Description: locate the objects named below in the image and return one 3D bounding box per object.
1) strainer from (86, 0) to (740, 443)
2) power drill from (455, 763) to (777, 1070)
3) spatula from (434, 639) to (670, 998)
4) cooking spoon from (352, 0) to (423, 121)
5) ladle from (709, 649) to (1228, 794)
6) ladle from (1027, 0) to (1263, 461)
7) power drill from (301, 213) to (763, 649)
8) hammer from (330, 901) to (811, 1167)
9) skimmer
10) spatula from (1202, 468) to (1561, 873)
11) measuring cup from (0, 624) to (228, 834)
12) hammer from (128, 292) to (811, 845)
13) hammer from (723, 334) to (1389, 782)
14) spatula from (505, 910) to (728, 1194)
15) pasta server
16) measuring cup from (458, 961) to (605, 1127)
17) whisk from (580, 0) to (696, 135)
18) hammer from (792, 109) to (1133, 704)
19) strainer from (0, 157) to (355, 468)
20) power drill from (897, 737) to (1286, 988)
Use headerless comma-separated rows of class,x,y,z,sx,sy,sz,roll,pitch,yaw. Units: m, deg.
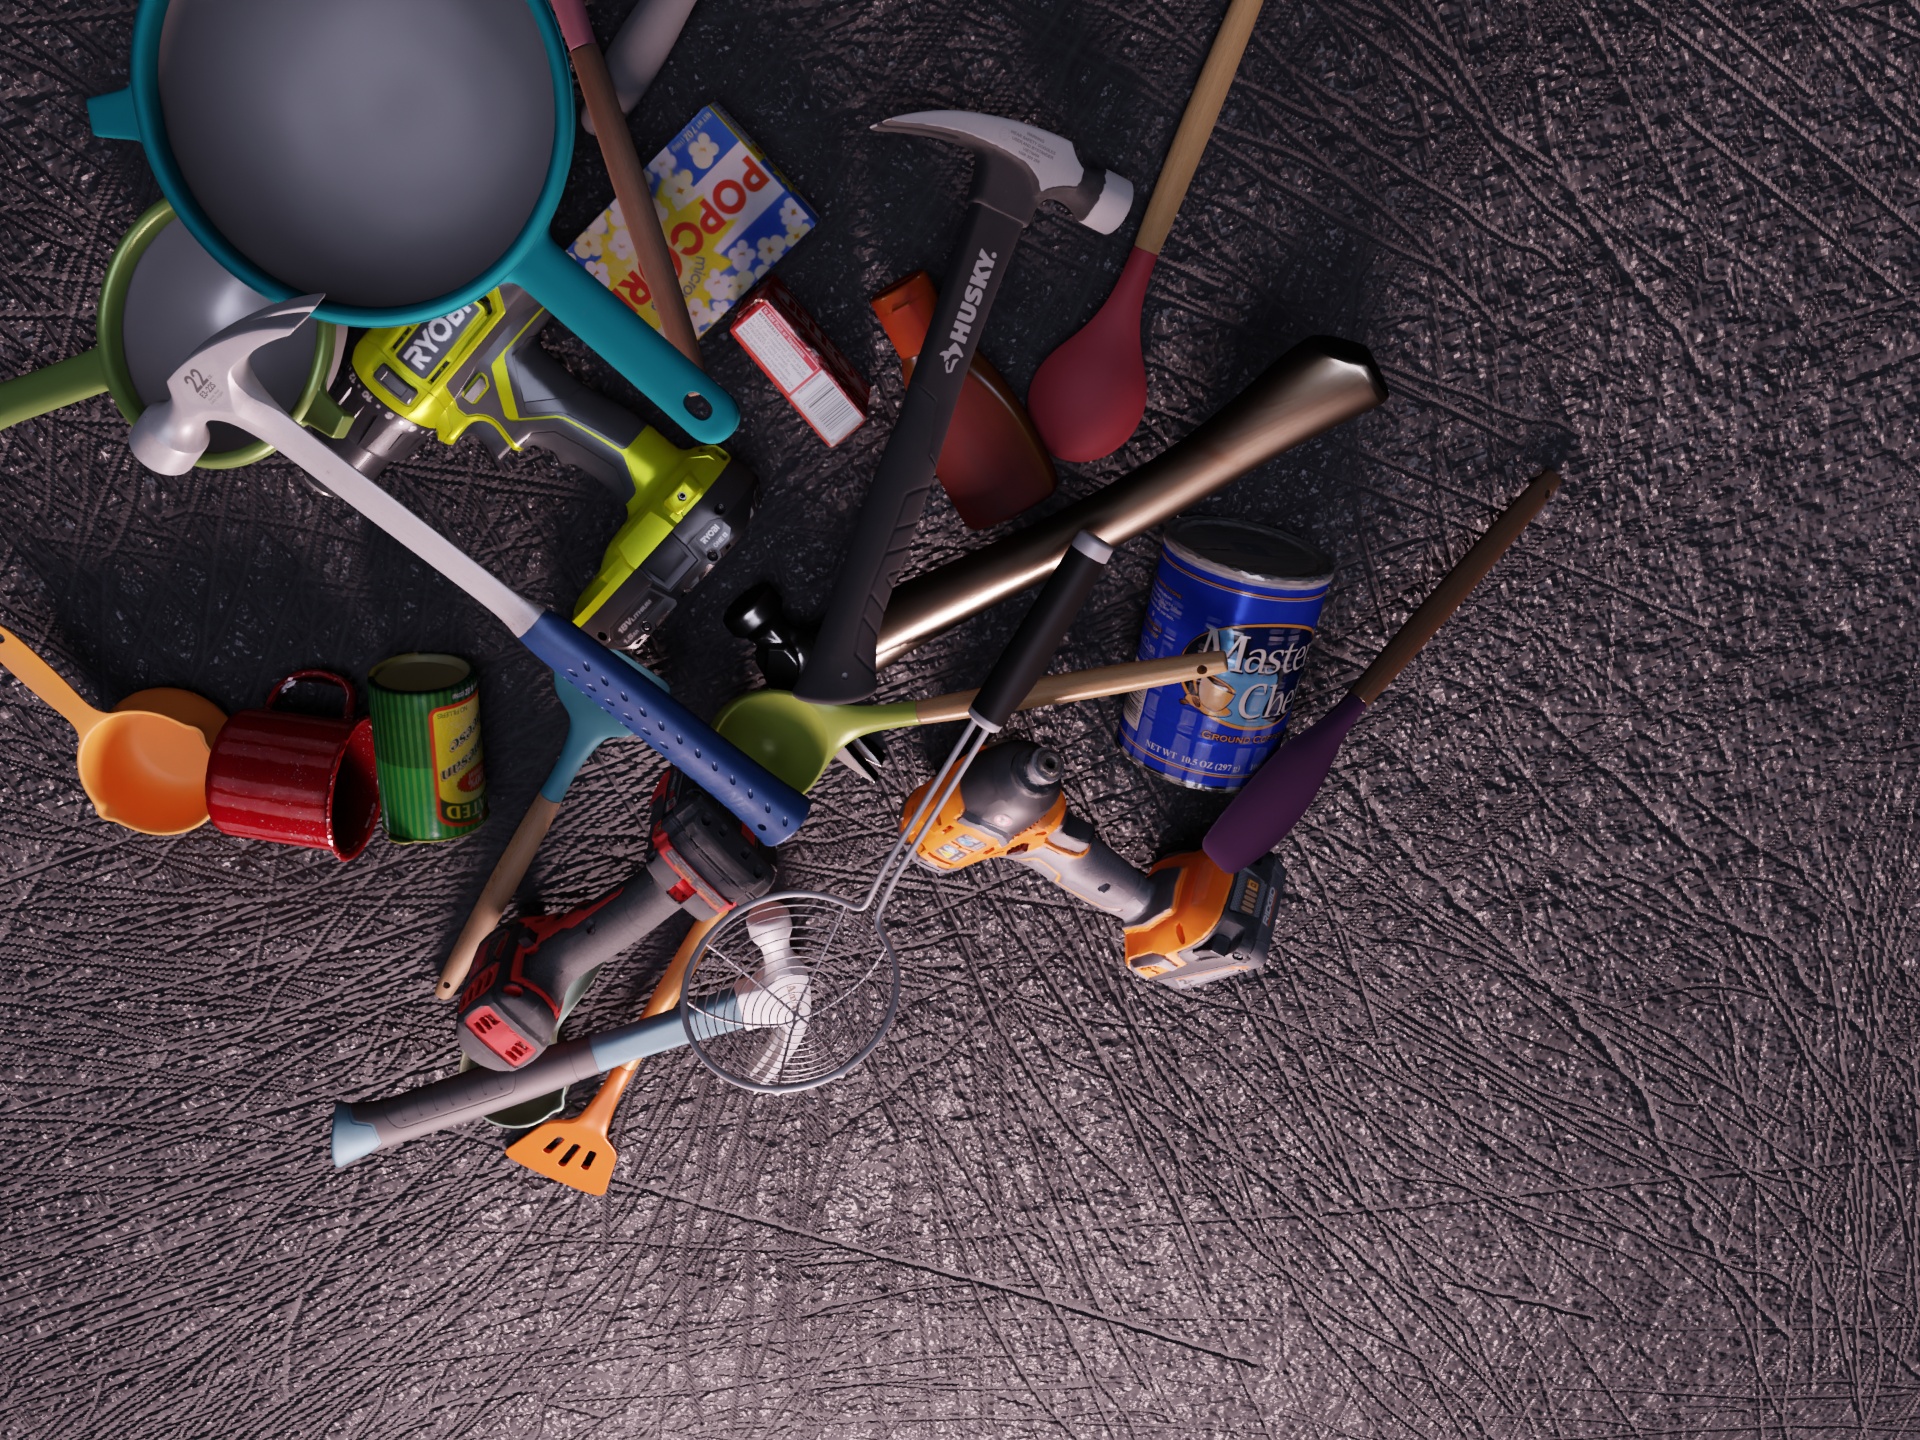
strainer,-0.242,-0.266,0.810,0.340,0.095,0.211,41,102,-12
power drill,-0.224,0.118,1.020,0.219,0.143,0.078,-38,110,8
spatula,-0.285,0.072,1.043,0.082,0.044,0.317,31,112,-4
cooking spoon,-0.282,-0.404,0.808,0.068,0.017,0.318,23,122,-4
ladle,-0.001,-0.003,0.942,0.320,0.062,0.078,-9,118,17
ladle,0.116,-0.289,0.894,0.069,0.031,0.315,18,112,-9
power drill,-0.249,-0.150,0.922,0.228,0.080,0.190,41,107,-15
hammer,-0.260,0.228,1.072,0.331,0.033,0.128,-17,116,-9
skimmer,-0.031,0.048,0.895,0.127,0.090,0.363,39,105,27
spatula,0.260,-0.031,0.969,0.316,0.018,0.059,-49,130,-1
measuring cup,-0.530,-0.007,0.996,0.095,0.052,0.173,-37,109,15
hammer,-0.239,-0.062,0.865,0.405,0.035,0.144,40,128,-23
hammer,0.057,-0.094,0.923,0.410,0.038,0.146,-26,116,27
spatula,-0.225,0.219,1.127,0.081,0.041,0.322,28,107,-12
pasta server,-0.193,-0.323,0.830,0.060,0.040,0.316,-9,105,33
measuring cup,-0.285,0.206,1.116,0.083,0.038,0.167,34,93,-2
whisk,-0.131,-0.404,0.824,0.055,0.055,0.239,34,115,-16
hammer,-0.025,-0.166,0.870,0.146,0.035,0.335,18,94,-24
strainer,-0.443,-0.202,0.897,0.256,0.069,0.151,-13,91,18
power drill,0.088,0.085,1.002,0.226,0.084,0.164,27,153,-14
